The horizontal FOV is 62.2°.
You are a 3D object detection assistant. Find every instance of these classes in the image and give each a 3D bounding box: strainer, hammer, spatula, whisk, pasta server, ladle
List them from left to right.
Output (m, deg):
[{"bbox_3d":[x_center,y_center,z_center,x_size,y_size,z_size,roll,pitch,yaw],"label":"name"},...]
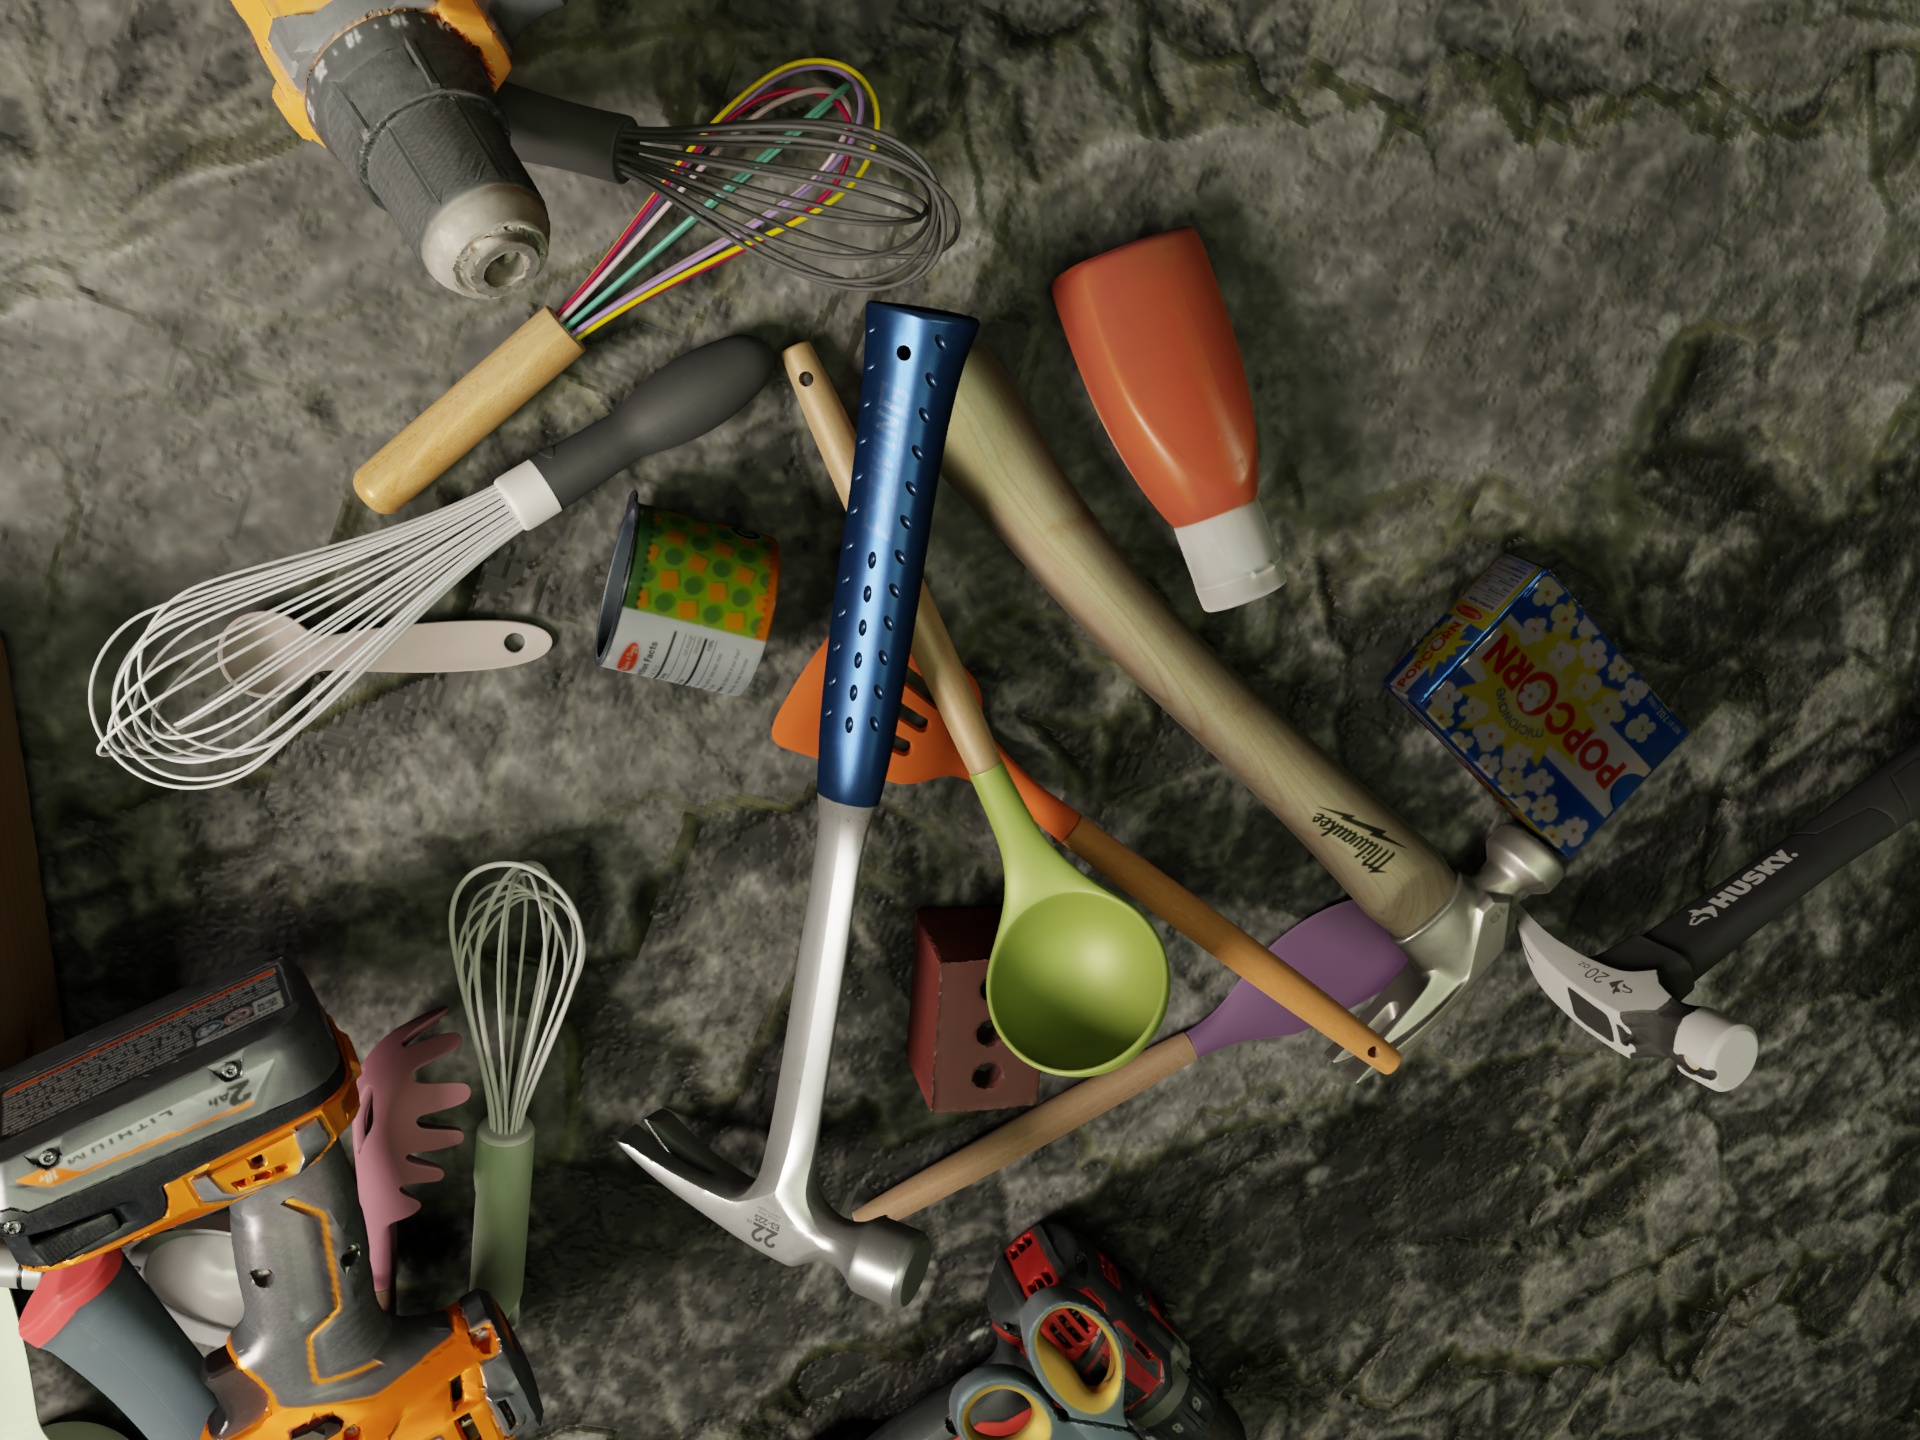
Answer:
[{"bbox_3d":[-0.374,0.225,0.661,0.258,0.050,0.086,9,126,-14],"label":"strainer"},{"bbox_3d":[-0.283,0.362,0.707,0.143,0.038,0.386,-19,121,-8],"label":"hammer"},{"bbox_3d":[-0.252,0.268,0.708,0.040,0.060,0.316,-4,117,-31],"label":"pasta server"},{"bbox_3d":[-0.188,-0.067,0.590,0.284,0.070,0.070,-35,114,-12],"label":"whisk"},{"bbox_3d":[-0.198,0.171,0.690,0.059,0.058,0.246,12,111,6],"label":"whisk"},{"bbox_3d":[-0.128,-0.158,0.593,0.245,0.051,0.047,-39,120,4],"label":"whisk"},{"bbox_3d":[-0.115,-0.195,0.545,0.239,0.055,0.055,16,106,7],"label":"whisk"},{"bbox_3d":[-0.053,0.039,0.639,0.144,0.035,0.405,16,109,20],"label":"hammer"},{"bbox_3d":[-0.001,-0.002,0.643,0.078,0.062,0.320,-23,100,8],"label":"ladle"},{"bbox_3d":[0.068,0.064,0.699,0.322,0.041,0.081,36,97,-6],"label":"spatula"},{"bbox_3d":[0.089,0.169,0.777,0.316,0.018,0.059,-27,112,-6],"label":"spatula"},{"bbox_3d":[0.105,-0.003,0.706,0.410,0.038,0.146,43,89,-22],"label":"hammer"},{"bbox_3d":[0.428,0.056,0.787,0.335,0.146,0.035,-30,115,-16],"label":"hammer"}]

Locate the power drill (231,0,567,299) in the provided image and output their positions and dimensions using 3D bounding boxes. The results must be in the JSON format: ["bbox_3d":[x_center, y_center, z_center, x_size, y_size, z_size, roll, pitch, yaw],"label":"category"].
[{"bbox_3d":[-0.114,-0.248,0.501,0.226,0.084,0.185,-32,71,-3],"label":"power drill"}]

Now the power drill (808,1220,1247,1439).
[{"bbox_3d":[0.027,0.380,0.806,0.226,0.080,0.187,-41,113,-2],"label":"power drill"}]

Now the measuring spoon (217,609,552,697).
[{"bbox_3d":[-0.226,-0.030,0.630,0.124,0.018,0.034,-4,107,-21],"label":"measuring spoon"}]

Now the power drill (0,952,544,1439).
[{"bbox_3d":[-0.269,0.219,0.591,0.164,0.084,0.226,-26,116,-21],"label":"power drill"}]

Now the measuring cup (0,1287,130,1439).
[{"bbox_3d":[-0.402,0.302,0.691,0.083,0.038,0.167,-13,95,-12],"label":"measuring cup"}]
